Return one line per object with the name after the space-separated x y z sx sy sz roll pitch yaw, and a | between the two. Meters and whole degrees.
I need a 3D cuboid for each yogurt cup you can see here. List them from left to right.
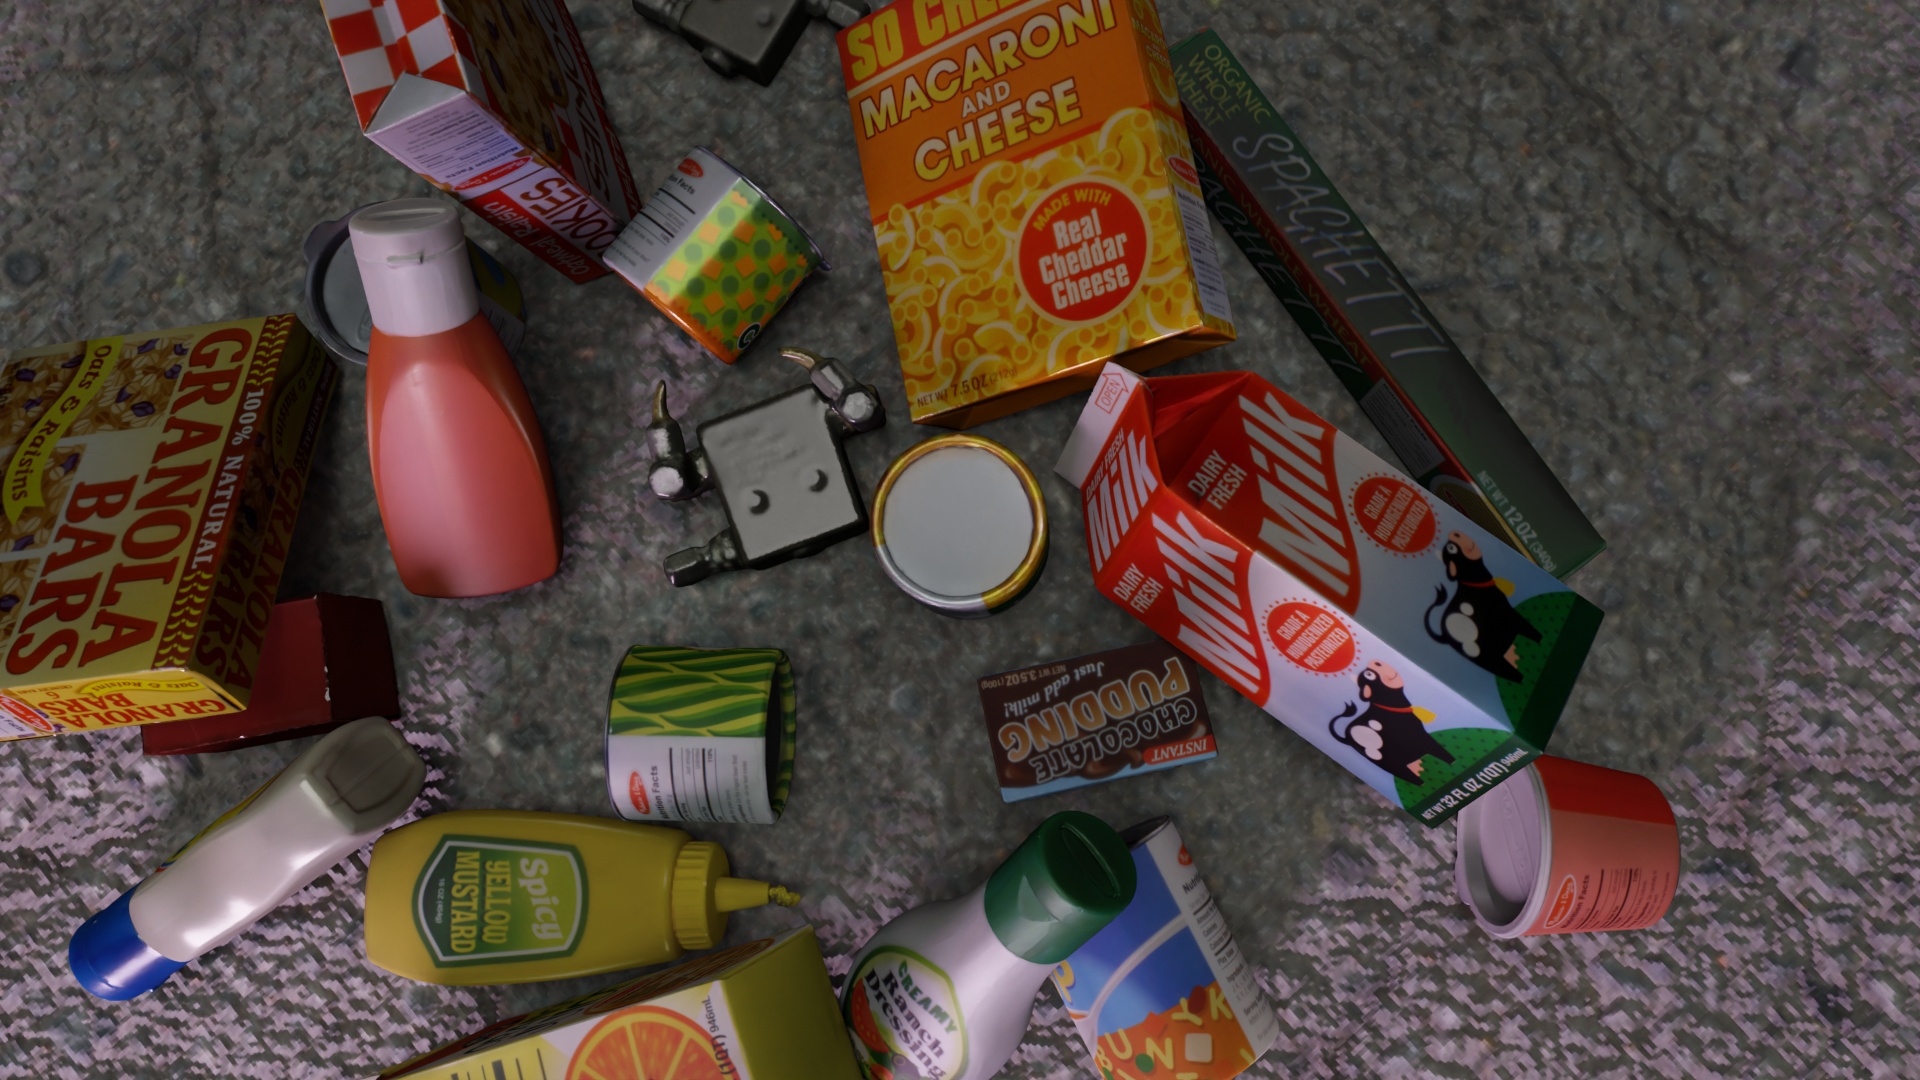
0.218 0.109 0.499 0.054 0.072 0.072 5 83 -3 | yogurt cup

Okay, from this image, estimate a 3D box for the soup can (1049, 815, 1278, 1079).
0.064 0.153 0.502 0.071 0.071 0.084 -28 82 0 | soup can

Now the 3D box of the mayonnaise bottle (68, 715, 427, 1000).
-0.274 0.124 0.526 0.148 0.065 0.041 -34 99 14 | mayonnaise bottle

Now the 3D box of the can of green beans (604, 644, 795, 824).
-0.096 0.073 0.524 0.058 0.071 0.071 1 83 3 | can of green beans

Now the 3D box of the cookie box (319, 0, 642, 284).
-0.175 -0.178 0.512 0.040 0.167 0.123 -21 82 4 | cookie box

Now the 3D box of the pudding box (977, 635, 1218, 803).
0.051 0.068 0.532 0.084 0.030 0.049 -12 83 3 | pudding box

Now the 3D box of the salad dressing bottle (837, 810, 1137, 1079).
0.007 0.143 0.475 0.064 0.044 0.147 52 132 18 | salad dressing bottle

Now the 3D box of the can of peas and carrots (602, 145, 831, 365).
-0.096 -0.110 0.549 0.071 0.071 0.059 40 88 8 | can of peas and carrots

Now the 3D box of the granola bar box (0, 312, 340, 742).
-0.319 -0.007 0.528 0.124 0.039 0.166 -7 55 4 | granola bar box

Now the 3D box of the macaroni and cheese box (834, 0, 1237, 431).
0.025 -0.139 0.532 0.123 0.040 0.166 -16 81 28 | macaroni and cheese box

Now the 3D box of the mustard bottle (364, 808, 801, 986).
-0.141 0.134 0.527 0.160 0.048 0.065 -2 81 4 | mustard bottle

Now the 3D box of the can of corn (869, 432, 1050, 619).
0.002 -0.007 0.531 0.071 0.058 0.071 0 83 4 | can of corn

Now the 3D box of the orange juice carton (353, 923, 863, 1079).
-0.136 0.204 0.493 0.192 0.073 0.072 -22 82 18 | orange juice carton

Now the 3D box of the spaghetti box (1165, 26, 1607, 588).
0.153 -0.088 0.535 0.029 0.050 0.250 -34 81 -2 | spaghetti box

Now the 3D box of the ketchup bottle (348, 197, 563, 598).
-0.190 -0.050 0.515 0.065 0.044 0.148 -8 124 -11 | ketchup bottle

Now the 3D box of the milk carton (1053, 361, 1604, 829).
0.121 0.010 0.501 0.191 0.072 0.074 36 55 8 | milk carton

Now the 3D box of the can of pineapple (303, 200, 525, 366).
-0.218 -0.097 0.558 0.071 0.058 0.071 0 82 4 | can of pineapple
